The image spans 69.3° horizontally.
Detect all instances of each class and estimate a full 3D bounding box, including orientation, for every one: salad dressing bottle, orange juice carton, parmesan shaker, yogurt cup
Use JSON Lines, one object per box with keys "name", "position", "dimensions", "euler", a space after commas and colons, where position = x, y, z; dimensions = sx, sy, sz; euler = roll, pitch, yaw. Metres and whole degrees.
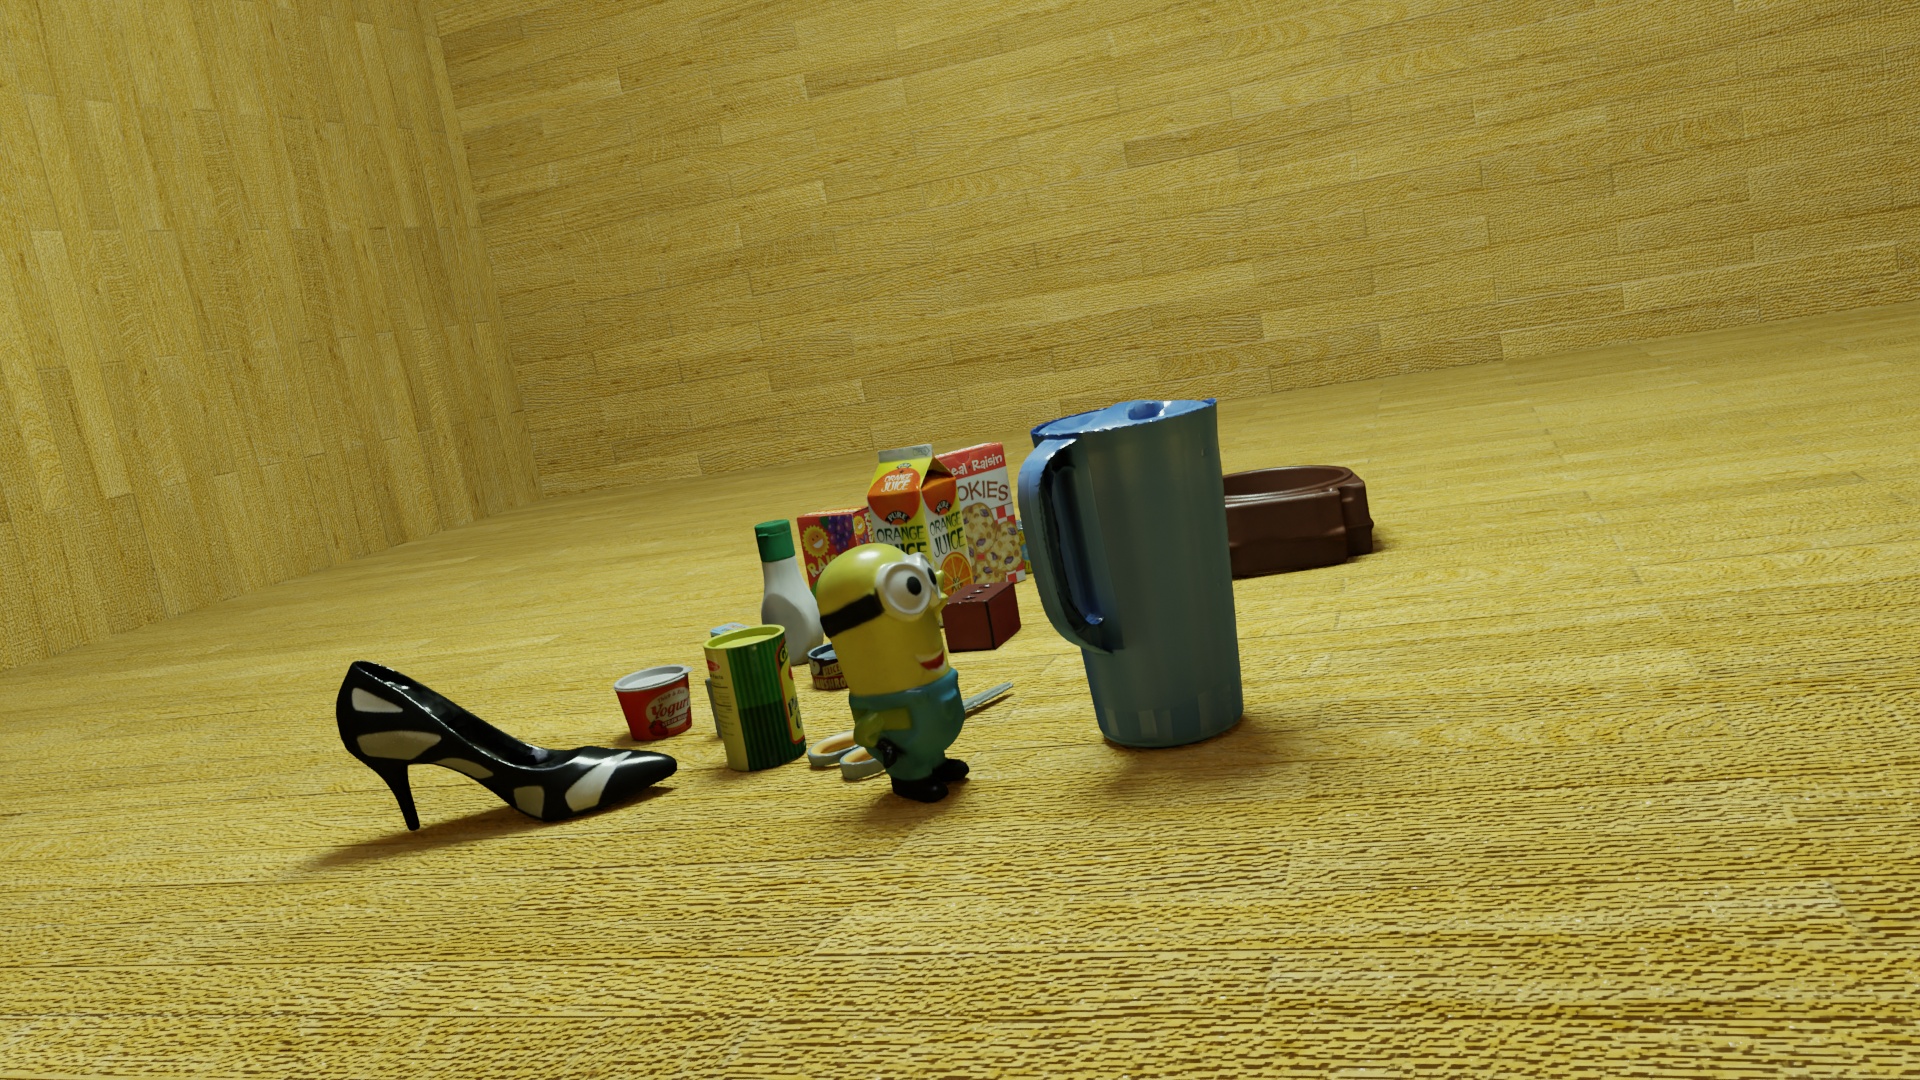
{"name": "salad dressing bottle", "position": [-0.180, 0.053, 1.429], "dimensions": [0.064, 0.147, 0.044], "euler": [-5, 10, 28]}
{"name": "orange juice carton", "position": [-0.044, -0.007, 1.498], "dimensions": [0.072, 0.192, 0.073], "euler": [-4, 11, 33]}
{"name": "parmesan shaker", "position": [-0.166, 0.126, 1.123], "dimensions": [0.071, 0.103, 0.071], "euler": [-10, 9, 2]}
{"name": "yogurt cup", "position": [-0.275, 0.148, 1.257], "dimensions": [0.072, 0.054, 0.072], "euler": [-10, 9, 2]}

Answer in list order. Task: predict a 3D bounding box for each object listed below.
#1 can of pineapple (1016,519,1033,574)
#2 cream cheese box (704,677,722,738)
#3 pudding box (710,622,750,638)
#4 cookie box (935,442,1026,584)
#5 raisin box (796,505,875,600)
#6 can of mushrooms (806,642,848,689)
{"name": "can of pineapple", "position": [0.080, 0.007, 1.691], "dimensions": [0.071, 0.057, 0.071], "euler": [-10, 9, 2]}
{"name": "cream cheese box", "position": [-0.188, 0.134, 1.246], "dimensions": [0.024, 0.053, 0.104], "euler": [-6, 10, 24]}
{"name": "pudding box", "position": [-0.221, 0.114, 1.411], "dimensions": [0.030, 0.049, 0.083], "euler": [-16, 11, -32]}
{"name": "cookie box", "position": [0.006, -0.020, 1.600], "dimensions": [0.123, 0.167, 0.040], "euler": [-17, 11, -35]}
{"name": "raisin box", "position": [-0.137, 0.025, 1.615], "dimensions": [0.086, 0.123, 0.040], "euler": [-4, 11, 34]}
{"name": "can of mushrooms", "position": [-0.112, 0.118, 1.323], "dimensions": [0.071, 0.033, 0.071], "euler": [-10, 10, 2]}
